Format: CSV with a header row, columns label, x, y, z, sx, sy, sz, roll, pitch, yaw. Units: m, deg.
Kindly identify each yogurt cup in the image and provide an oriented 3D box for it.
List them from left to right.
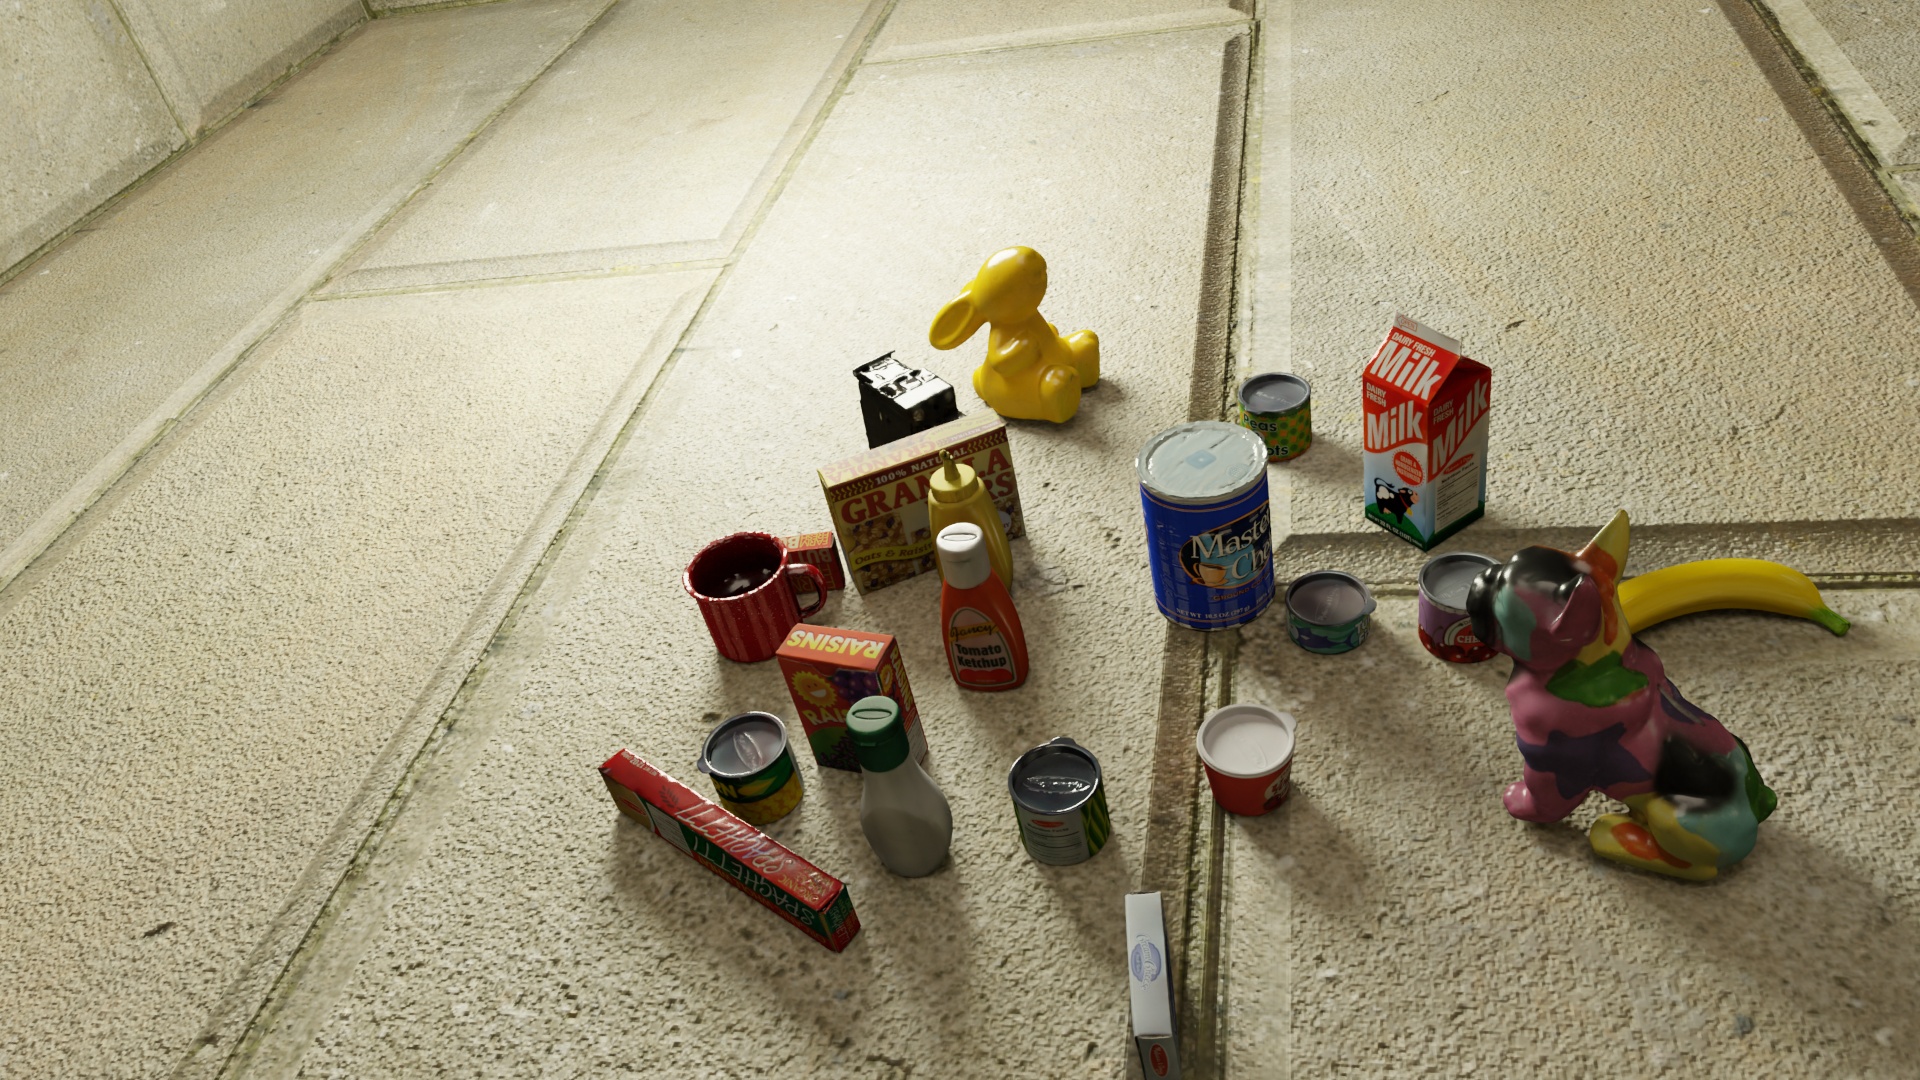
label,x,y,z,sx,sy,sz,roll,pitch,yaw
yogurt cup,0.203,0.157,0.983,0.072,0.053,0.073,-8,38,7

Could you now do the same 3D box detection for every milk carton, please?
label,x,y,z,sx,sy,sz,roll,pitch,yaw
milk carton,0.380,-0.093,1.135,0.074,0.189,0.072,-29,40,-19

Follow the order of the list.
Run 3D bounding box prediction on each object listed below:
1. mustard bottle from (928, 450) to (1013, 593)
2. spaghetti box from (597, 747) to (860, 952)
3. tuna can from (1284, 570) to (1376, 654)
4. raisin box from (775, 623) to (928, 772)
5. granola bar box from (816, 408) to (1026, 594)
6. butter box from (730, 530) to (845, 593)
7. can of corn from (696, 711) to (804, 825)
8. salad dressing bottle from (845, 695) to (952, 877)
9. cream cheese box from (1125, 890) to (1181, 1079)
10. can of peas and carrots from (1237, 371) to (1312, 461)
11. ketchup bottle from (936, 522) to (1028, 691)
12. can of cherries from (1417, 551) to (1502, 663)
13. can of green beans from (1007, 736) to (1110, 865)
label,x,y,z,sx,sy,sz,roll,pitch,yaw
mustard bottle,0.004,-0.015,1.171,0.065,0.159,0.049,-8,38,7
spaghetti box,-0.173,0.222,1.015,0.250,0.050,0.029,21,49,36
tuna can,0.294,0.057,1.100,0.071,0.032,0.071,-8,38,7
raisin box,-0.081,0.123,1.053,0.086,0.122,0.040,6,42,24
granola bar box,-0.031,-0.034,1.235,0.166,0.123,0.039,-20,38,-9
butter box,-0.159,0.023,1.258,0.103,0.052,0.024,-7,38,8
can of corn,-0.160,0.176,1.063,0.071,0.058,0.071,-8,38,7
salad dressing bottle,-0.045,0.171,0.963,0.064,0.147,0.044,-1,40,16
cream cheese box,0.119,0.275,0.860,0.024,0.053,0.104,-7,38,8
can of peas and carrots,0.292,-0.114,1.293,0.071,0.058,0.071,-8,38,7
ketchup bottle,0.013,0.053,1.093,0.065,0.148,0.044,-1,39,15
can of cherries,0.384,0.053,1.058,0.071,0.058,0.072,-8,38,7
can of green beans,0.071,0.186,0.983,0.071,0.057,0.071,-8,38,7
